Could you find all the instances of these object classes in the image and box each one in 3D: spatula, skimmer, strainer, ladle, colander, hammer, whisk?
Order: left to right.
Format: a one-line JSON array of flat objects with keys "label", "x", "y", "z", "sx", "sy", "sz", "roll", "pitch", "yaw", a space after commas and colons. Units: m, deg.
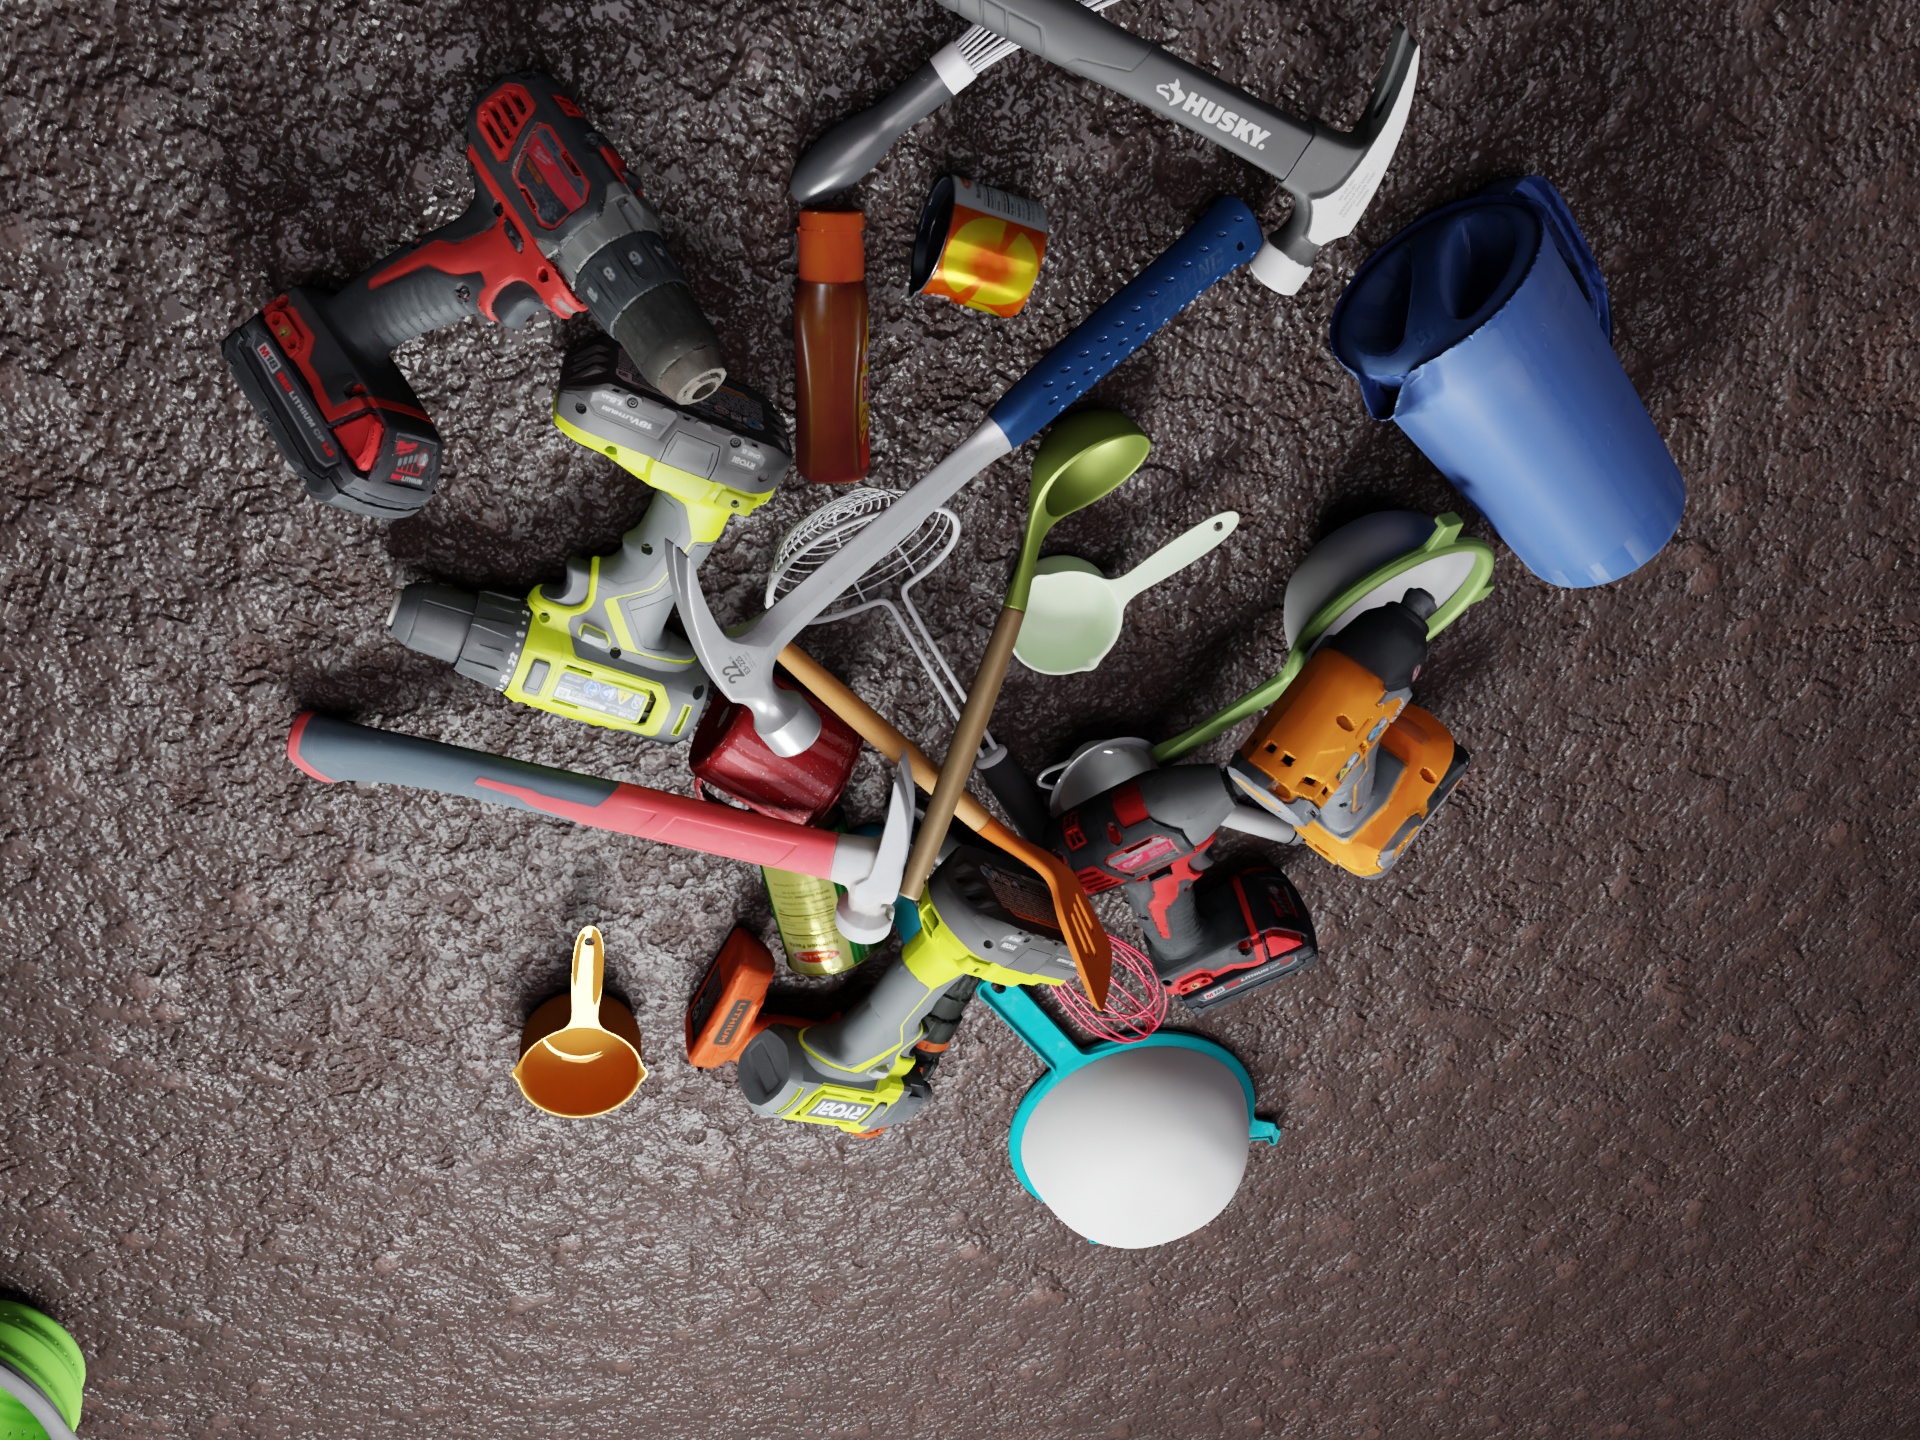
[{"label": "colander", "x": -0.800, "y": 0.465, "z": 1.174, "sx": 0.397, "sy": 0.094, "sz": 0.204, "roll": 28, "pitch": 114, "yaw": -6}, {"label": "hammer", "x": -0.221, "y": 0.039, "z": 0.978, "sx": 0.386, "sy": 0.038, "sz": 0.143, "roll": 13, "pitch": 130, "yaw": 0}, {"label": "spatula", "x": -0.009, "y": 0.055, "z": 1.008, "sx": 0.322, "sy": 0.081, "sz": 0.041, "roll": 41, "pitch": 114, "yaw": -8}, {"label": "skimmer", "x": -0.002, "y": -0.003, "z": 1.034, "sx": 0.127, "sy": 0.090, "sz": 0.362, "roll": -28, "pitch": 123, "yaw": 6}, {"label": "hammer", "x": 0.011, "y": -0.159, "z": 0.893, "sx": 0.405, "sy": 0.035, "sz": 0.143, "roll": -42, "pitch": 128, "yaw": -7}, {"label": "whisk", "x": 0.022, "y": -0.365, "z": 0.836, "sx": 0.284, "sy": 0.070, "sz": 0.070, "roll": -33, "pitch": 123, "yaw": 16}, {"label": "ladle", "x": 0.034, "y": -0.039, "z": 0.965, "sx": 0.062, "sy": 0.078, "sz": 0.320, "roll": 20, "pitch": 88, "yaw": 20}, {"label": "whisk", "x": 0.051, "y": 0.147, "z": 1.162, "sx": 0.073, "sy": 0.073, "sz": 0.295, "roll": -42, "pitch": 115, "yaw": 15}, {"label": "strainer", "x": 0.117, "y": 0.319, "z": 1.260, "sx": 0.211, "sy": 0.095, "sz": 0.340, "roll": -33, "pitch": 124, "yaw": 10}, {"label": "hammer", "x": 0.078, "y": -0.342, "z": 0.805, "sx": 0.334, "sy": 0.035, "sz": 0.146, "roll": 18, "pitch": 128, "yaw": -22}, {"label": "strainer", "x": 0.156, "y": 0.057, "z": 1.137, "sx": 0.258, "sy": 0.050, "sz": 0.086, "roll": 17, "pitch": 120, "yaw": -27}, {"label": "strainer", "x": 0.224, "y": -0.061, "z": 1.055, "sx": 0.256, "sy": 0.069, "sz": 0.151, "roll": -34, "pitch": 155, "yaw": 16}]

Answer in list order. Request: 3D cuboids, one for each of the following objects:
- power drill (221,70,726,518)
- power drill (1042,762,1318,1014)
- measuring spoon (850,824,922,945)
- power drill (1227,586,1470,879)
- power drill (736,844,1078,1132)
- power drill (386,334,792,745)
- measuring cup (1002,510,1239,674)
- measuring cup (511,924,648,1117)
[{"label": "power drill", "x": -0.245, "y": -0.197, "z": 0.824, "sx": 0.226, "sy": 0.080, "sz": 0.188, "roll": -36, "pitch": 84, "yaw": 11}, {"label": "power drill", "x": 0.165, "y": 0.111, "z": 1.118, "sx": 0.143, "sy": 0.079, "sz": 0.219, "roll": -28, "pitch": 135, "yaw": 14}, {"label": "measuring spoon", "x": -0.043, "y": 0.133, "z": 1.126, "sx": 0.042, "sy": 0.021, "sz": 0.128, "roll": -26, "pitch": 101, "yaw": 5}, {"label": "power drill", "x": 0.268, "y": 0.011, "z": 1.043, "sx": 0.164, "sy": 0.084, "sz": 0.226, "roll": -52, "pitch": 150, "yaw": 1}, {"label": "power drill", "x": -0.024, "y": 0.196, "z": 1.091, "sx": 0.223, "sy": 0.080, "sz": 0.171, "roll": -46, "pitch": 141, "yaw": 17}, {"label": "power drill", "x": -0.216, "y": -0.102, "z": 0.937, "sx": 0.190, "sy": 0.080, "sz": 0.228, "roll": 19, "pitch": 119, "yaw": -22}, {"label": "measuring cup", "x": 0.102, "y": -0.095, "z": 1.032, "sx": 0.167, "sy": 0.038, "sz": 0.083, "roll": -32, "pitch": 123, "yaw": 6}, {"label": "measuring cup", "x": -0.268, "y": 0.202, "z": 1.132, "sx": 0.095, "sy": 0.052, "sz": 0.173, "roll": 3, "pitch": 119, "yaw": -14}]
